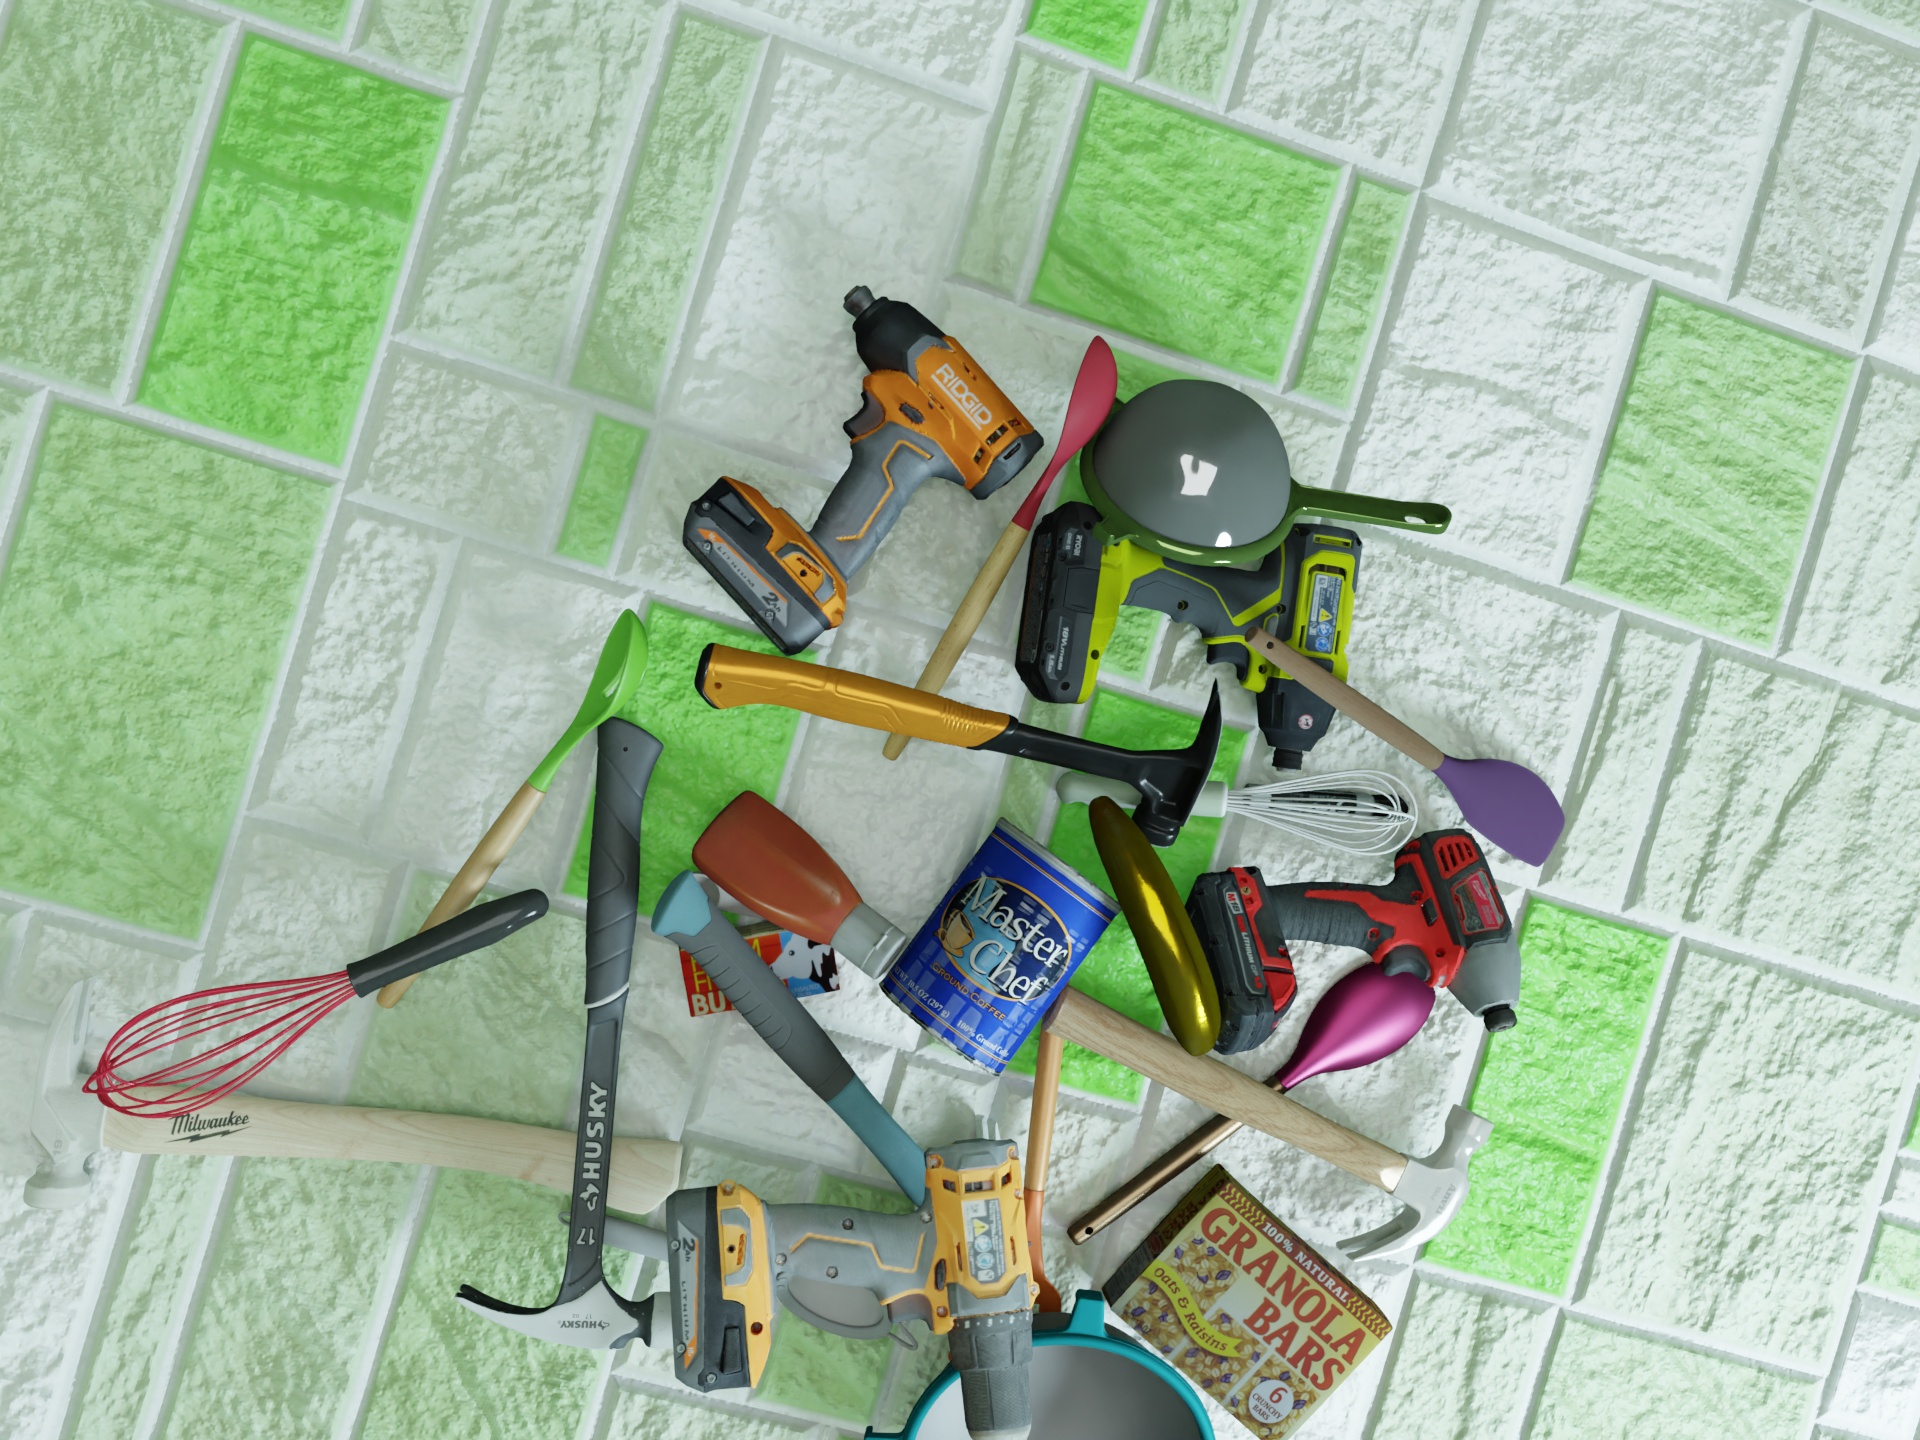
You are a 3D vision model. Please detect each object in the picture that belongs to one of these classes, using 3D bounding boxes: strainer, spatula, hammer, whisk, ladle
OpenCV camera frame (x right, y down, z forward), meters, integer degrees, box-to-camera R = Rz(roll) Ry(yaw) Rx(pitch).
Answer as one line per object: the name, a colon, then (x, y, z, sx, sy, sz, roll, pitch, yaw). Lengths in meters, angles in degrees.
strainer: (0.102, 0.530, 1.096, 0.211, 0.095, 0.340, -36, 103, 9)
spatula: (0.314, 0.014, 1.103, 0.315, 0.018, 0.060, 30, 88, -24)
hammer: (-0.239, 0.201, 1.044, 0.149, 0.036, 0.409, 4, 84, -9)
hammer: (-0.002, -0.003, 1.022, 0.337, 0.034, 0.127, 13, 128, -7)
hammer: (-0.390, 0.264, 1.050, 0.410, 0.038, 0.146, 8, 90, -8)
hammer: (-0.090, 0.235, 1.058, 0.128, 0.033, 0.331, -43, 103, -21)
whisk: (0.189, 0.056, 1.094, 0.246, 0.058, 0.059, 4, 91, 7)
strainer: (0.210, -0.169, 1.053, 0.256, 0.069, 0.152, 9, 50, -5)
hammer: (0.207, 0.271, 1.111, 0.331, 0.031, 0.130, 27, 87, -8)
strainer: (-0.148, 0.370, 1.083, 0.258, 0.050, 0.086, 17, 134, -3)
ladle: (0.026, -0.108, 1.061, 0.031, 0.069, 0.315, 32, 103, 10)
spatula: (0.052, 0.301, 1.116, 0.081, 0.041, 0.322, 8, 87, -9)
whisk: (-0.401, 0.172, 1.002, 0.296, 0.073, 0.073, -23, 95, -12)

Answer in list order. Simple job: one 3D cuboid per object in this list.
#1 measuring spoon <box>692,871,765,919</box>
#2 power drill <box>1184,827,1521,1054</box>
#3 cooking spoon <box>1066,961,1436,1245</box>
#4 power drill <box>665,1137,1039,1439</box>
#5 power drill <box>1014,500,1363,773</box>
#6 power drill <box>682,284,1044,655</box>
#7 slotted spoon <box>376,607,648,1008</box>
measuring spoon: (-0.137, 0.124, 1.090, 0.124, 0.018, 0.034, 10, 107, -14)
power drill: (0.272, 0.157, 1.088, 0.219, 0.078, 0.143, -8, 59, -8)
cooking spoon: (0.208, 0.275, 1.136, 0.319, 0.017, 0.068, -35, 97, -5)
power drill: (-0.063, 0.364, 0.987, 0.226, 0.084, 0.185, -4, 74, -8)
power drill: (0.158, -0.059, 1.090, 0.223, 0.080, 0.171, 8, 91, -11)
power drill: (-0.077, -0.170, 1.053, 0.226, 0.084, 0.164, -43, 96, -8)
slotted spoon: (-0.292, 0.063, 1.043, 0.031, 0.070, 0.314, 33, 97, -29)
